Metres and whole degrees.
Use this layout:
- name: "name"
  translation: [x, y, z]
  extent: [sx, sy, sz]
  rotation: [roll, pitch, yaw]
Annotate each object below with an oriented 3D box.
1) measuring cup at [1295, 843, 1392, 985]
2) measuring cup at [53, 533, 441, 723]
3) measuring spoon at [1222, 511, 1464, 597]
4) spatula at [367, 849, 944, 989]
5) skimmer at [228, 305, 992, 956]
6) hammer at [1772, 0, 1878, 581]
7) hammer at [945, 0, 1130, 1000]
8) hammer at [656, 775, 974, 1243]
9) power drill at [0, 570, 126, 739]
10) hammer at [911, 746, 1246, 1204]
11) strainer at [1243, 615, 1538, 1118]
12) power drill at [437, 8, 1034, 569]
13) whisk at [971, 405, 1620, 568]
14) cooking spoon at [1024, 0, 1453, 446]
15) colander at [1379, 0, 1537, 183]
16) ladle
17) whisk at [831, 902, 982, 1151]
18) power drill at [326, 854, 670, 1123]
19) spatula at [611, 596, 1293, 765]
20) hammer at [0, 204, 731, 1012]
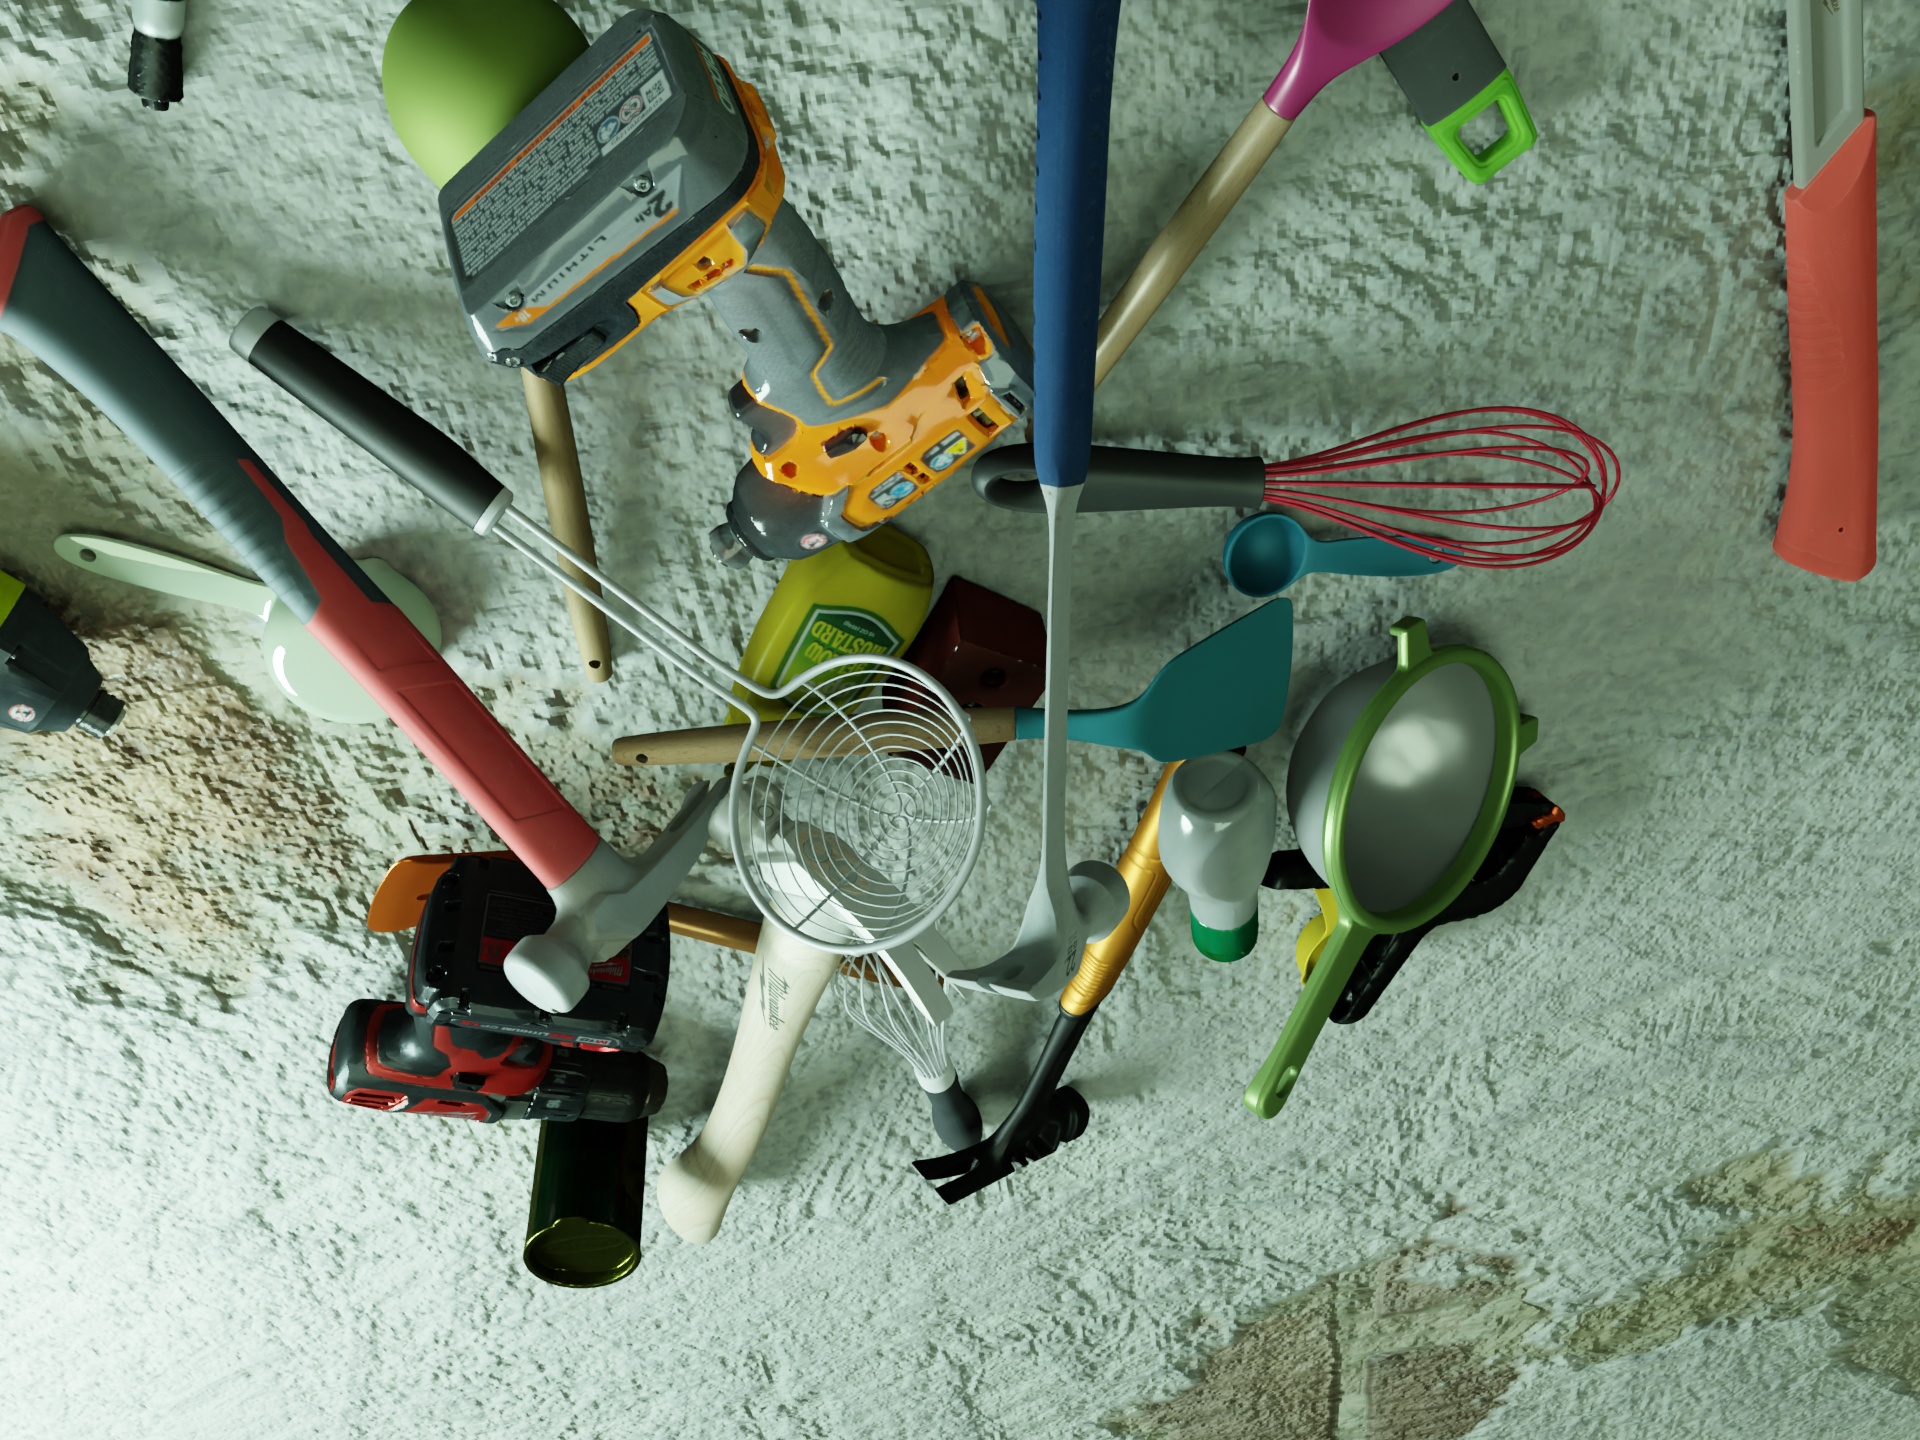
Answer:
- name: "measuring cup"
  translation: [0.209, 0.094, 0.909]
  extent: [0.062, 0.029, 0.156]
  rotation: [-20, 116, 2]
- name: "measuring cup"
  translation: [-0.321, -0.045, 0.716]
  extent: [0.167, 0.038, 0.083]
  rotation: [17, 125, -22]
- name: "measuring spoon"
  translation: [0.183, -0.082, 0.768]
  extent: [0.128, 0.021, 0.042]
  rotation: [-2, 116, -17]
- name: "spatula"
  translation: [-0.151, 0.118, 0.868]
  extent: [0.322, 0.041, 0.081]
  rotation: [17, 139, -21]
- name: "skimmer"
  translation: [-0.146, -0.043, 0.650]
  extent: [0.363, 0.090, 0.127]
  rotation: [37, 103, -12]
- name: "hammer"
  translation: [0.378, -0.209, 0.674]
  extent: [0.149, 0.037, 0.358]
  rotation: [-20, 128, 9]
- name: "hammer"
  translation: [0.039, -0.082, 0.623]
  extent: [0.035, 0.144, 0.405]
  rotation: [7, 107, 21]
- name: "hammer"
  translation: [-0.106, 0.201, 0.873]
  extent: [0.146, 0.038, 0.410]
  rotation: [41, 139, 15]
- name: "power drill"
  translation: [-0.506, 0.008, 0.716]
  extent: [0.223, 0.080, 0.171]
  rotation: [-40, 122, 19]
- name: "hammer"
  translation: [0.074, 0.137, 0.890]
  extent: [0.127, 0.034, 0.336]
  rotation: [-13, 135, -43]
- name: "strainer"
  translation: [0.191, 0.075, 0.810]
  extent: [0.151, 0.069, 0.256]
  rotation: [28, 89, -43]
- name: "power drill"
  translation: [-0.085, -0.140, 0.612]
  extent: [0.164, 0.084, 0.226]
  rotation: [-34, 147, 19]
- name: "whisk"
  translation: [0.152, -0.105, 0.711]
  extent: [0.296, 0.073, 0.073]
  rotation: [1, 129, -5]
- name: "cooking spoon"
  translation: [0.105, -0.211, 0.600]
  extent: [0.068, 0.017, 0.318]
  rotation: [5, 144, -29]
- name: "colander"
  translation: [0.098, -0.317, 0.514]
  extent: [0.204, 0.095, 0.396]
  rotation: [-36, 124, 20]
- name: "ladle"
  translation: [-0.173, -0.142, 0.665]
  extent: [0.078, 0.062, 0.319]
  rotation: [-4, 136, -6]
- name: "whisk"
  translation: [-0.020, 0.188, 0.913]
  extent: [0.070, 0.070, 0.284]
  rotation: [-13, 141, 3]
- name: "power drill"
  translation: [-0.222, 0.162, 0.845]
  extent: [0.187, 0.080, 0.226]
  rotation: [14, 146, -24]
- name: "spatula"
  translation: [-0.001, -0.002, 0.735]
  extent: [0.317, 0.044, 0.082]
  rotation: [-4, 129, 0]
- name: "hammer"
  translation: [-0.253, -0.055, 0.687]
  extent: [0.038, 0.143, 0.386]
  rotation: [-12, 123, 45]
